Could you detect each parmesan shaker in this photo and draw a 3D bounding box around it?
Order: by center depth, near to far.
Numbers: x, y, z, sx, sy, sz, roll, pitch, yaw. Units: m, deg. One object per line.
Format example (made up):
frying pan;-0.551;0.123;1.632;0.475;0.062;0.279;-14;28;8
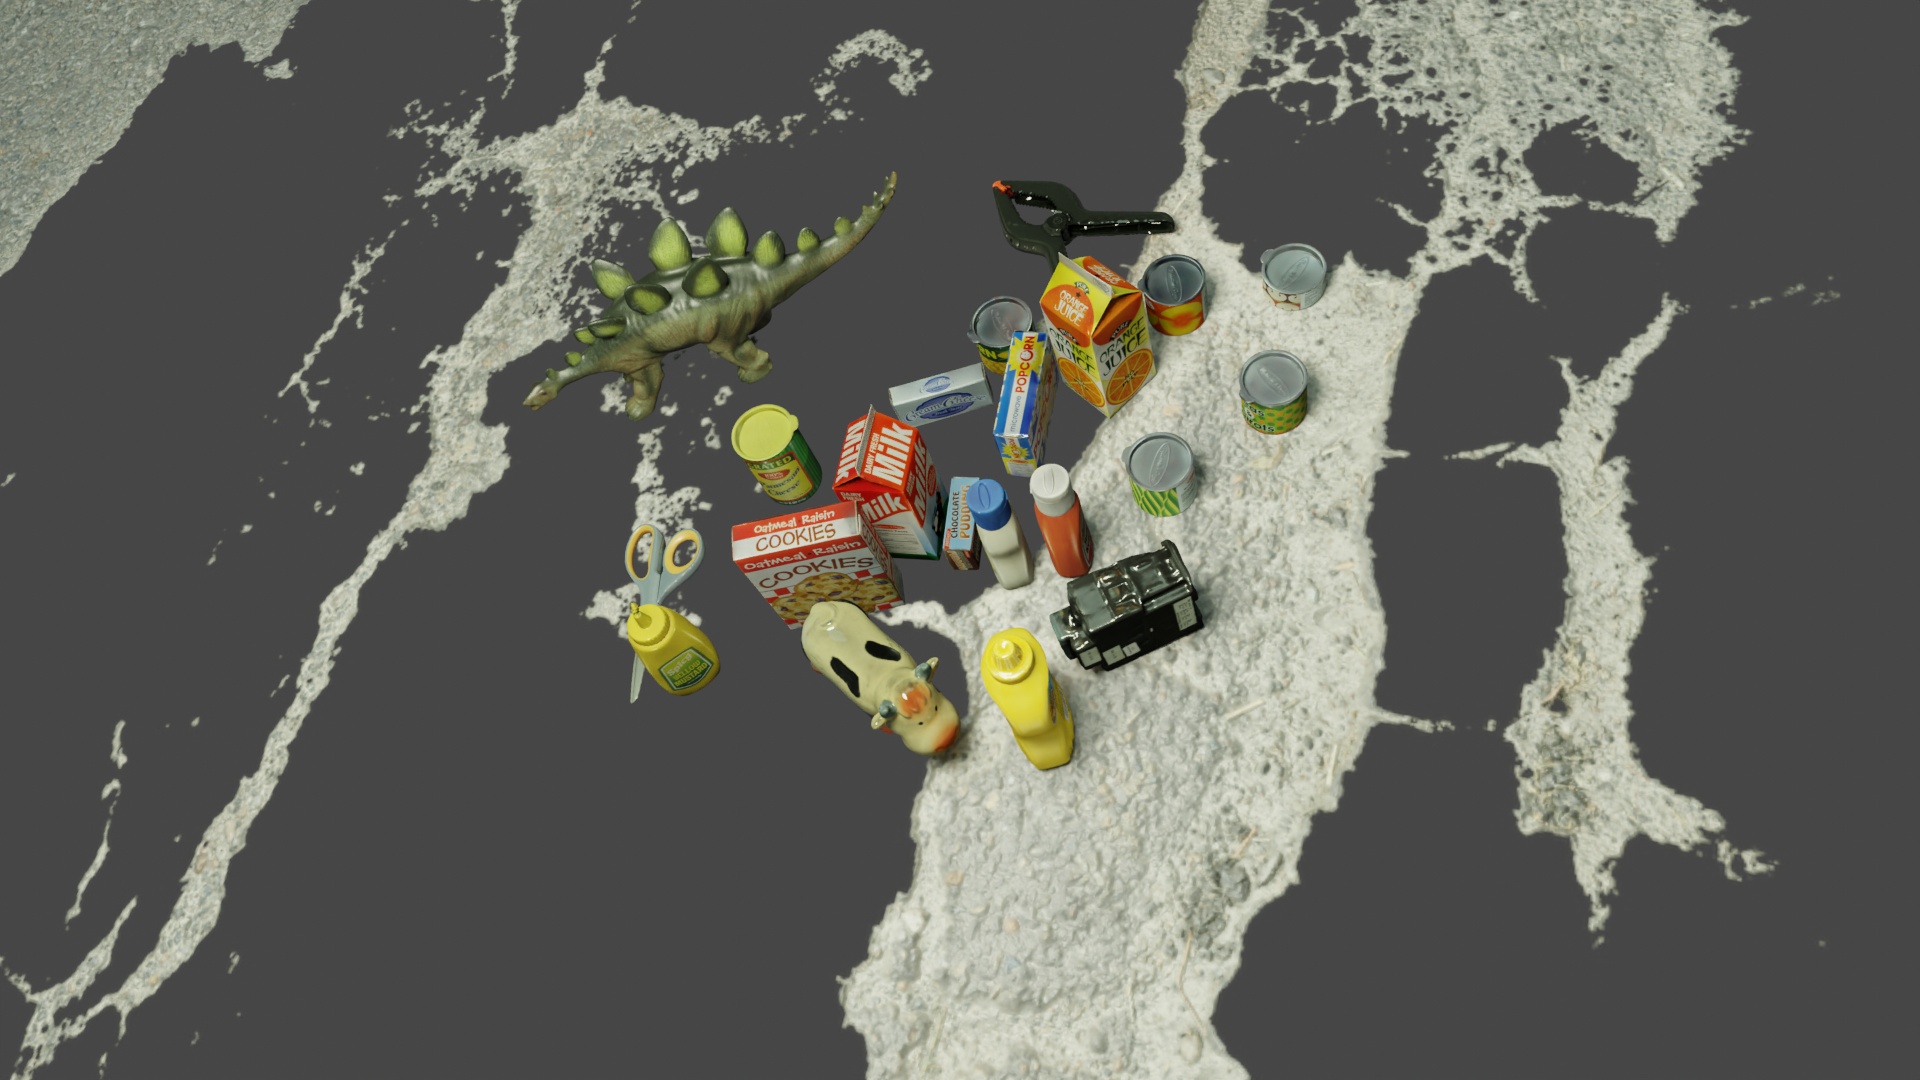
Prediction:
parmesan shaker;-0.187;-0.088;1.450;0.071;0.102;0.071;-6;63;11

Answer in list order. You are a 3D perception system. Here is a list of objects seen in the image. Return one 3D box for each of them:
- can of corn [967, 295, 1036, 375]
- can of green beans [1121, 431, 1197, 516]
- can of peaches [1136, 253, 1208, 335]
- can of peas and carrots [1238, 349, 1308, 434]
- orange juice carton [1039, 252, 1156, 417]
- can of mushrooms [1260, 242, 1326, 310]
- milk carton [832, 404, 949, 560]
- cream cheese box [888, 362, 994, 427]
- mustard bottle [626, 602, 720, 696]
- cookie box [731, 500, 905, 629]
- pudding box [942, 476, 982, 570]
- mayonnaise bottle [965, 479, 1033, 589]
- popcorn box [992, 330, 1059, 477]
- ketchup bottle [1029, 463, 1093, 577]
can of corn;0.046;-0.217;1.485;0.071;0.058;0.071;-6;62;11
can of green beans;0.199;-0.065;1.370;0.071;0.057;0.071;-6;62;11
can of peaches;0.224;-0.258;1.463;0.071;0.058;0.071;-6;62;11
can of peas and carrots;0.310;-0.146;1.384;0.071;0.058;0.071;-6;62;11
orange juice carton;0.137;-0.212;1.384;0.073;0.192;0.072;-43;62;-9
can of mushrooms;0.348;-0.277;1.457;0.071;0.033;0.071;-6;62;11
milk carton;-0.069;-0.054;1.354;0.073;0.190;0.072;3;65;16
cream cheese box;-0.019;-0.152;1.471;0.104;0.053;0.024;-15;61;6
mustard bottle;-0.286;0.100;1.345;0.065;0.159;0.049;-36;61;-5
cookie box;-0.134;0.025;1.342;0.123;0.167;0.040;-12;62;8
pudding box;0.005;-0.018;1.398;0.030;0.049;0.084;1;64;14
mayonnaise bottle;0.037;-0.009;1.329;0.041;0.147;0.065;-16;61;5
popcorn box;0.068;-0.139;1.425;0.038;0.085;0.127;4;65;16
ketchup bottle;0.096;-0.022;1.321;0.043;0.148;0.065;-8;62;10
